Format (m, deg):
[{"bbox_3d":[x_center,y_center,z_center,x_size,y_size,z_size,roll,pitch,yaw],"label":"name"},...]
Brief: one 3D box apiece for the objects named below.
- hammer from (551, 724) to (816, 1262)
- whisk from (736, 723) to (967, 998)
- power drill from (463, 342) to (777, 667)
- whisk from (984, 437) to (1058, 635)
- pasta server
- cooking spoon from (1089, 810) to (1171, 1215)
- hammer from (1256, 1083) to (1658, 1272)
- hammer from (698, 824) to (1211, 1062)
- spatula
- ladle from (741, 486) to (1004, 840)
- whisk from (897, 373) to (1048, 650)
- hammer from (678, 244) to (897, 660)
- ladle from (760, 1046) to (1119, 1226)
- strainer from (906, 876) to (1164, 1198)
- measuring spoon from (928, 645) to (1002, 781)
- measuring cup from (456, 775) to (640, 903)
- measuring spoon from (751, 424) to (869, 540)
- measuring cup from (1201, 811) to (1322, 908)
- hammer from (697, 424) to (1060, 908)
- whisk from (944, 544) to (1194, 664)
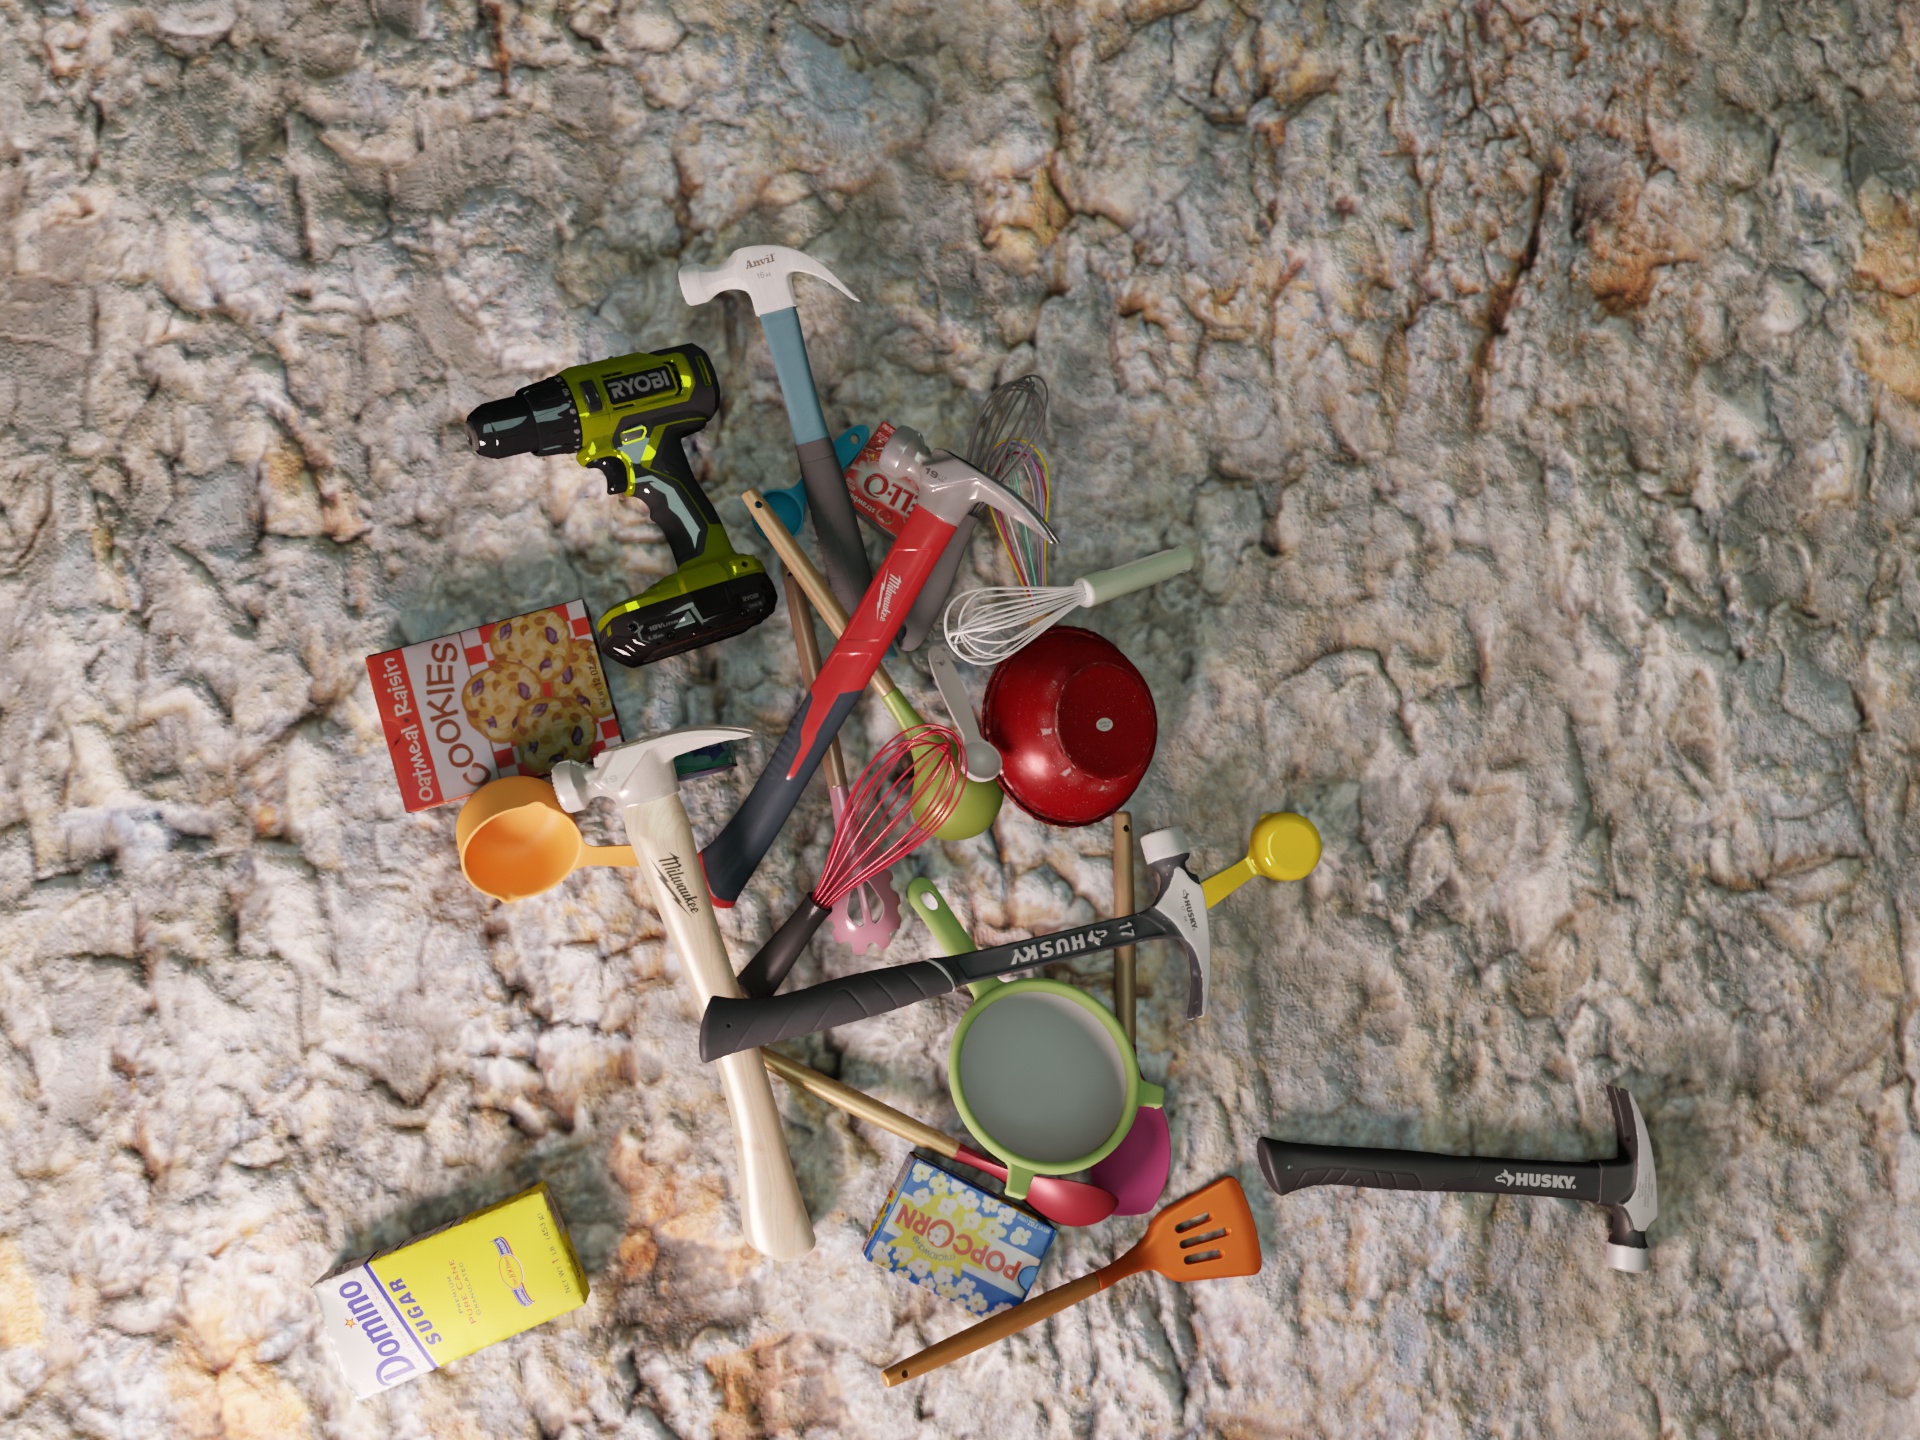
[{"bbox_3d":[-0.170,0.206,1.178,0.146,0.038,0.410,-16,100,-2],"label":"hammer"},{"bbox_3d":[-0.094,0.122,1.195,0.073,0.073,0.296,37,102,-3],"label":"whisk"},{"bbox_3d":[-0.251,-0.163,1.204,0.190,0.080,0.228,-20,88,-26],"label":"power drill"},{"bbox_3d":[0.064,-0.108,1.278,0.047,0.051,0.245,-12,90,-14],"label":"whisk"},{"bbox_3d":[-0.103,0.027,1.252,0.060,0.040,0.316,-12,83,-9],"label":"pasta server"},{"bbox_3d":[0.132,0.232,1.269,0.068,0.017,0.319,1,86,-13],"label":"cooking spoon"},{"bbox_3d":[0.403,0.361,1.288,0.334,0.035,0.146,6,85,-7],"label":"hammer"},{"bbox_3d":[0.004,0.191,1.188,0.409,0.036,0.149,-11,77,-19],"label":"hammer"},{"bbox_3d":[0.087,0.437,1.209,0.322,0.041,0.081,-14,87,-28],"label":"spatula"},{"bbox_3d":[-0.072,-0.043,1.228,0.078,0.062,0.320,-36,96,-9],"label":"ladle"},{"bbox_3d":[0.006,-0.160,1.243,0.055,0.055,0.239,24,104,-5],"label":"whisk"},{"bbox_3d":[-0.112,-0.203,1.233,0.128,0.033,0.331,-14,100,6],"label":"hammer"},{"bbox_3d":[-0.026,0.320,1.227,0.315,0.069,0.031,25,53,1],"label":"ladle"},{"bbox_3d":[0.028,0.238,1.237,0.151,0.069,0.256,-26,70,-27],"label":"strainer"},{"bbox_3d":[-0.002,-0.004,1.221,0.034,0.018,0.124,-7,59,-27],"label":"measuring spoon"},{"bbox_3d":[-0.295,0.087,1.208,0.173,0.052,0.095,5,122,-33],"label":"measuring cup"},{"bbox_3d":[-0.119,-0.192,1.275,0.042,0.021,0.128,47,72,-14],"label":"measuring spoon"},{"bbox_3d":[0.224,0.127,1.284,0.156,0.029,0.062,-30,90,-11],"label":"measuring cup"},{"bbox_3d":[-0.079,-0.016,1.182,0.143,0.038,0.386,33,103,8],"label":"hammer"},{"bbox_3d":[0.090,-0.099,1.247,0.246,0.058,0.059,-21,90,-30],"label":"whisk"}]
